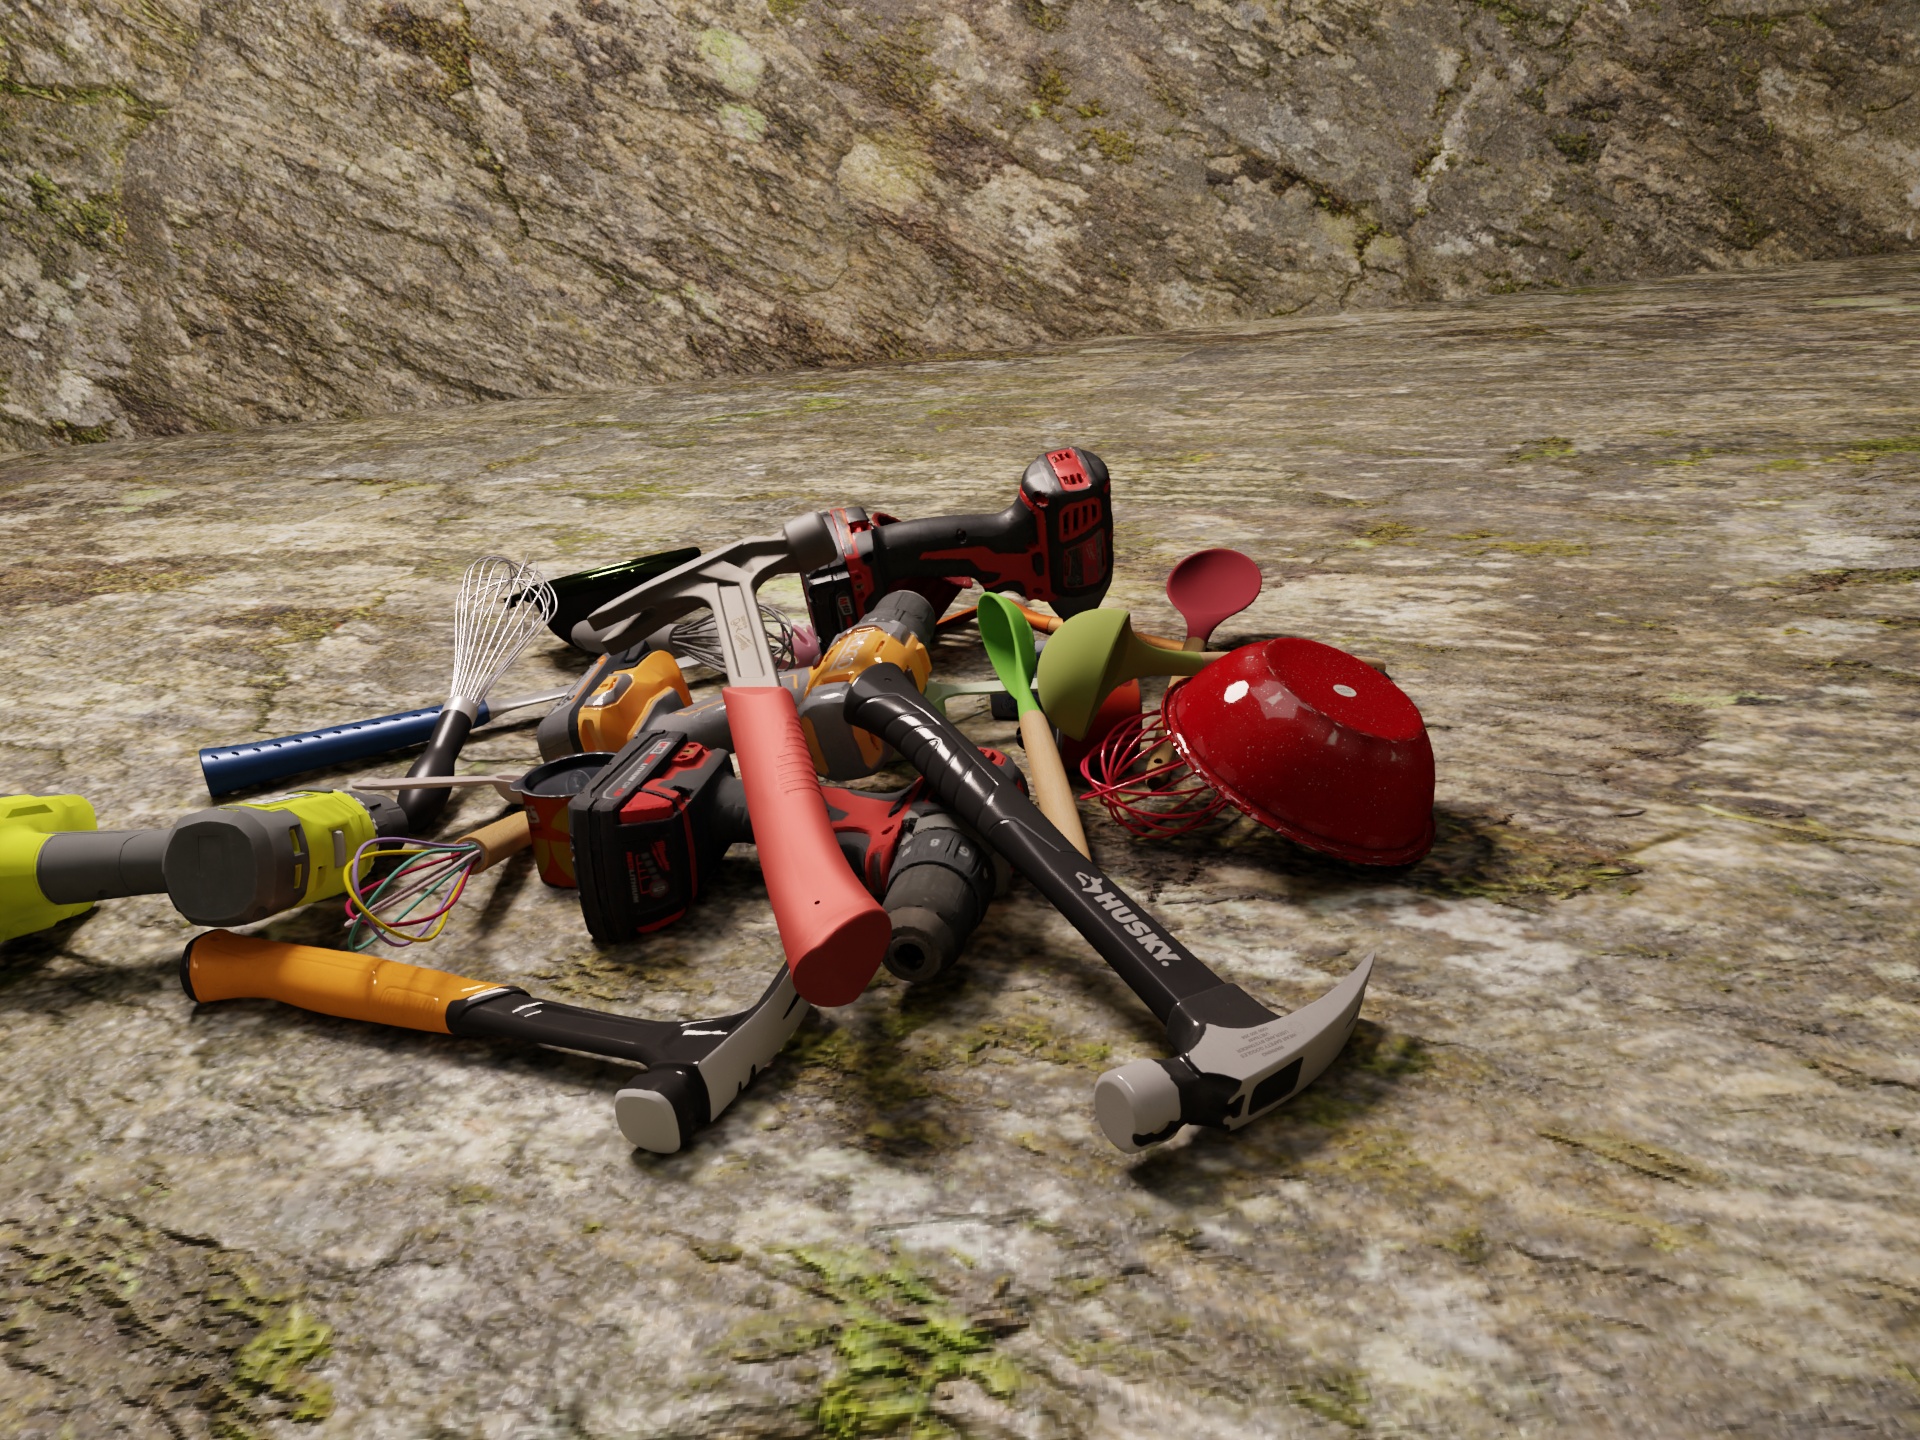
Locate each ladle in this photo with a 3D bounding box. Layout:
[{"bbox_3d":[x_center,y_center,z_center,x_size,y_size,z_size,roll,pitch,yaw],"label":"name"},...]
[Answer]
[{"bbox_3d":[0.155,-0.039,1.067,0.069,0.031,0.316,3,30,16],"label":"ladle"},{"bbox_3d":[0.169,-0.028,0.970,0.320,0.078,0.062,-1,28,-40],"label":"ladle"}]

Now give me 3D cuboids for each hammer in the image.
[{"bbox_3d":[-0.237,0.130,0.757,0.337,0.034,0.127,4,23,26],"label":"hammer"},{"bbox_3d":[0.043,0.061,0.739,0.146,0.035,0.335,-13,36,-29],"label":"hammer"},{"bbox_3d":[-0.335,-0.010,1.162,0.405,0.035,0.144,-15,22,-22],"label":"hammer"},{"bbox_3d":[-0.104,0.011,0.791,0.149,0.036,0.359,-25,37,1],"label":"hammer"}]

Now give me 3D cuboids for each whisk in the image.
[{"bbox_3d":[-0.266,0.079,0.843,0.047,0.051,0.245,17,6,1],"label":"whisk"},{"bbox_3d":[-0.335,-0.024,1.093,0.070,0.070,0.285,-4,40,6],"label":"whisk"},{"bbox_3d":[0.174,0.008,0.936,0.073,0.073,0.296,13,22,42],"label":"whisk"},{"bbox_3d":[-0.204,-0.059,1.137,0.239,0.055,0.055,4,22,40],"label":"whisk"}]

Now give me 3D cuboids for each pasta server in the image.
[{"bbox_3d":[-0.099,-0.075,1.265,0.040,0.060,0.316,30,21,-1],"label":"pasta server"}]

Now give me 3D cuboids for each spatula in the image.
[{"bbox_3d":[0.090,-0.058,1.188,0.323,0.041,0.081,15,29,37],"label":"spatula"}]

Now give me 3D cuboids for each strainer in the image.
[{"bbox_3d":[-0.252,-0.093,1.279,0.151,0.069,0.256,-20,13,-32],"label":"strainer"}]

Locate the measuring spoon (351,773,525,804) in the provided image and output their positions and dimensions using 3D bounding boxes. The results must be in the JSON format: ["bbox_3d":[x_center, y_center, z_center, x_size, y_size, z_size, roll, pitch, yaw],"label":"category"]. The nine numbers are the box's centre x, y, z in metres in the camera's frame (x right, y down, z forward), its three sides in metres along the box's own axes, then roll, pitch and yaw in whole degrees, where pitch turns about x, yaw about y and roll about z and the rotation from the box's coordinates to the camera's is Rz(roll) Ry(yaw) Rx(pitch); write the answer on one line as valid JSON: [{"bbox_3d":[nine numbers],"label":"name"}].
[{"bbox_3d":[-0.317,0.045,0.993,0.124,0.018,0.034,0,8,-40],"label":"measuring spoon"}]

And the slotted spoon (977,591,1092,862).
[{"bbox_3d":[0.046,0.016,0.907,0.031,0.070,0.314,-10,34,-2],"label":"slotted spoon"}]

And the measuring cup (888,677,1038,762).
[{"bbox_3d":[-0.002,-0.003,1.046,0.167,0.038,0.083,-5,20,-3],"label":"measuring cup"}]

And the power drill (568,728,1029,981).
[{"bbox_3d":[-0.083,0.070,0.819,0.227,0.080,0.188,1,22,11],"label":"power drill"}]

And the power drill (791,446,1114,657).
[{"bbox_3d":[0.002,-0.101,1.110,0.219,0.143,0.079,-15,47,-6],"label":"power drill"}]

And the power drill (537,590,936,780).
[{"bbox_3d":[-0.126,-0.018,0.995,0.226,0.084,0.185,-10,26,18],"label":"power drill"}]

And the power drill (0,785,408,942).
[{"bbox_3d":[-0.440,0.074,0.887,0.228,0.080,0.190,-4,3,5],"label":"power drill"}]
